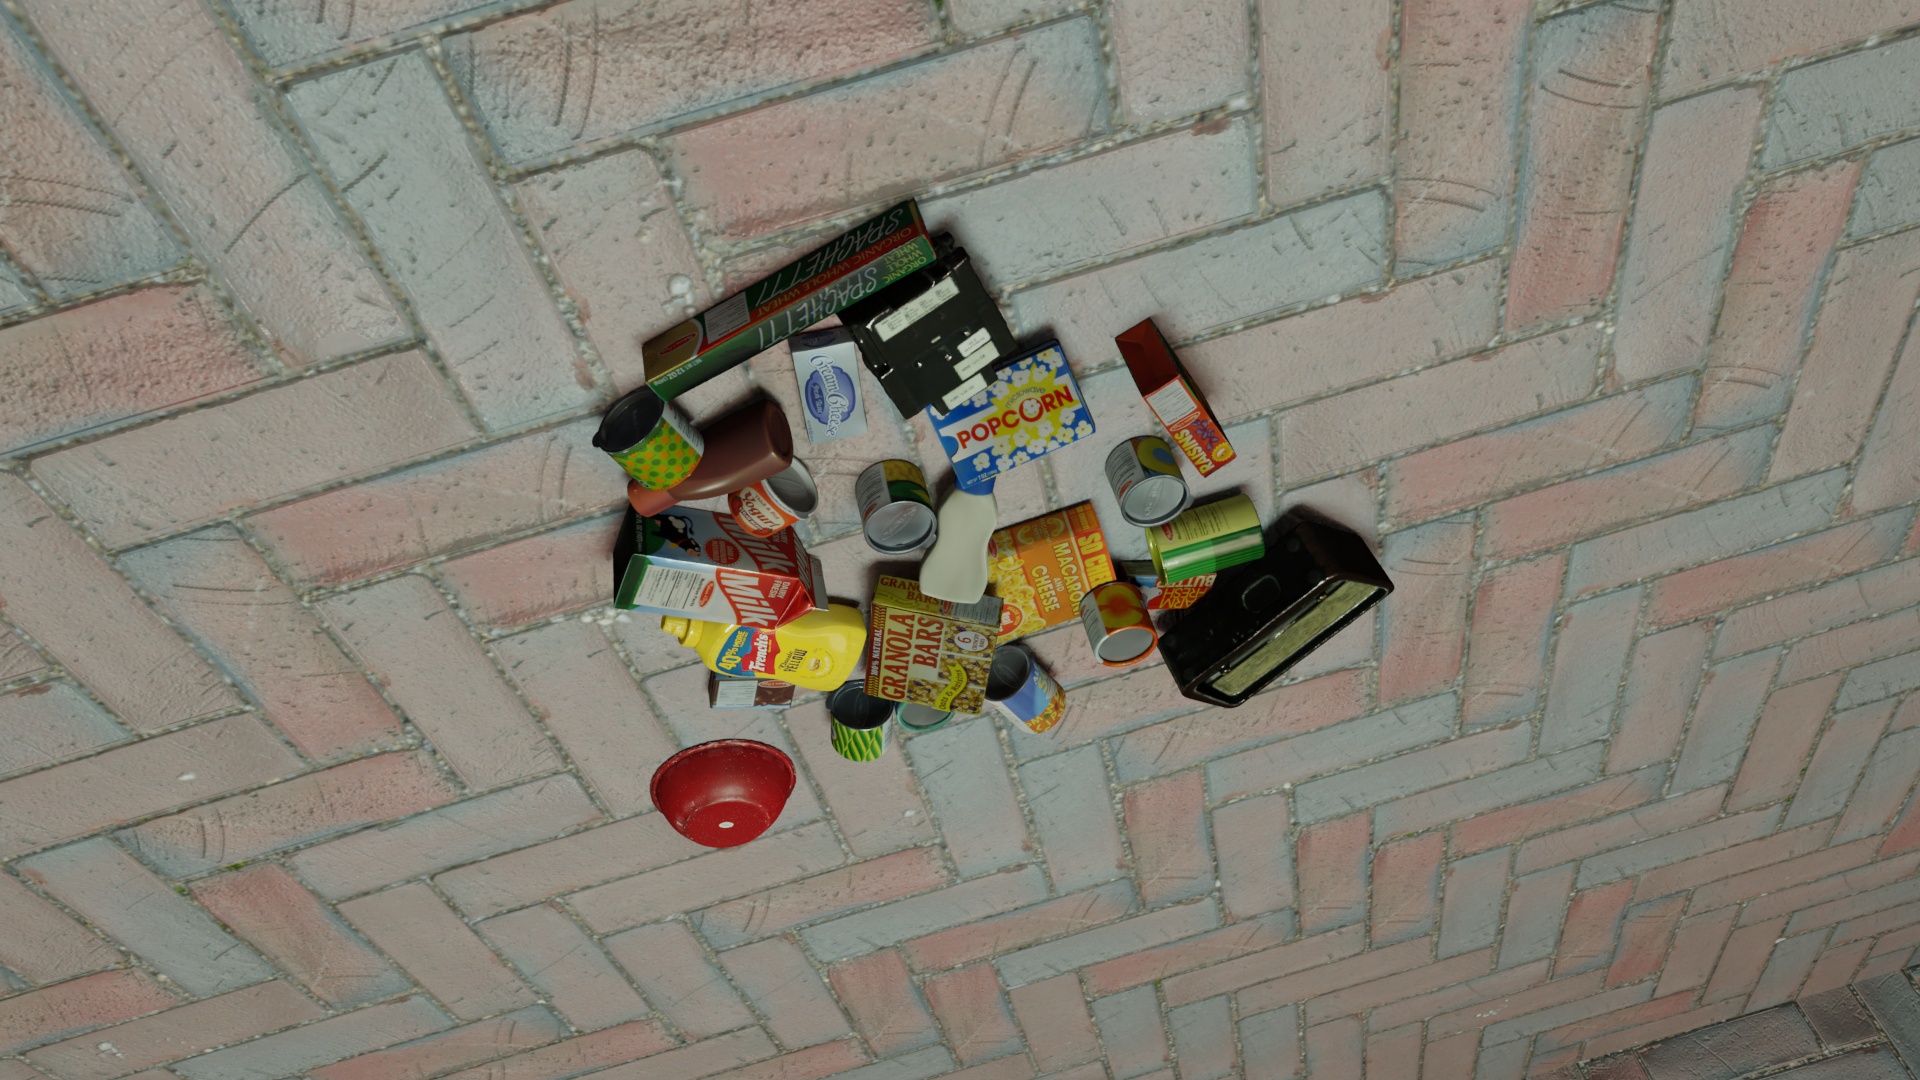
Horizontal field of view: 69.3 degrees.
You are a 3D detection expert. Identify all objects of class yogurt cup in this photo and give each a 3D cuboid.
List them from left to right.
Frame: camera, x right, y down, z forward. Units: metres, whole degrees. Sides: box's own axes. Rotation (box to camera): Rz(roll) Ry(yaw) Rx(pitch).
[{"bbox_3d":[-0.166,-0.039,1.215,0.053,0.073,0.072,-34,134,29],"label":"yogurt cup"}]

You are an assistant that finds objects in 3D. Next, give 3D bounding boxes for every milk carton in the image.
[{"bbox_3d":[-0.212,0.026,1.259,0.191,0.073,0.073,10,131,-24],"label":"milk carton"}]

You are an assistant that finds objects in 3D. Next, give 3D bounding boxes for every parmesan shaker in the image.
[{"bbox_3d":[0.241,0.002,1.367,0.103,0.071,0.071,-16,136,0],"label":"parmesan shaker"}]

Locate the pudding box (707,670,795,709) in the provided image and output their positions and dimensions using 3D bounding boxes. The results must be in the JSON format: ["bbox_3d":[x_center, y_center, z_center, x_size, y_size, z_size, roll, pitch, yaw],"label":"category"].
[{"bbox_3d":[-0.211,0.146,1.411,0.084,0.030,0.049,1,133,-17],"label":"pudding box"}]

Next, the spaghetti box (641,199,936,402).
[{"bbox_3d":[-0.136,-0.186,1.083,0.250,0.050,0.028,-26,137,10],"label":"spaghetti box"}]

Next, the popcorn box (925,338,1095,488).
[{"bbox_3d":[0.043,-0.109,1.196,0.126,0.038,0.085,-23,107,7],"label":"popcorn box"}]

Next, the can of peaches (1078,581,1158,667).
[{"bbox_3d":[0.159,0.084,1.376,0.071,0.058,0.070,-8,138,-8],"label":"can of peaches"}]

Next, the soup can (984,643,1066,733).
[{"bbox_3d":[0.067,0.157,1.479,0.071,0.072,0.083,-31,135,15],"label":"soup can"}]

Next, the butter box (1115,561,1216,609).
[{"bbox_3d":[0.209,0.046,1.437,0.104,0.024,0.052,-1,135,-15],"label":"butter box"}]

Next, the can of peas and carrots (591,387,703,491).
[{"bbox_3d":[-0.256,-0.081,1.142,0.071,0.071,0.058,-28,136,12],"label":"can of peas and carrots"}]

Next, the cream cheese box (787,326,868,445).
[{"bbox_3d":[-0.110,-0.130,1.166,0.053,0.024,0.103,-12,136,-6],"label":"cream cheese box"}]

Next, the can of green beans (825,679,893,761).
[{"bbox_3d":[-0.104,0.190,1.460,0.071,0.071,0.057,-5,136,-11],"label":"can of green beans"}]

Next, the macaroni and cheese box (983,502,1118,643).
[{"bbox_3d":[0.066,0.037,1.375,0.166,0.040,0.123,-18,137,3],"label":"macaroni and cheese box"}]

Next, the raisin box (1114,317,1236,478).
[{"bbox_3d":[0.189,-0.123,1.215,0.040,0.086,0.123,-32,134,14],"label":"raisin box"}]

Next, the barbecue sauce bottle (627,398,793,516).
[{"bbox_3d":[-0.214,-0.064,1.178,0.148,0.065,0.043,-23,149,20],"label":"barbecue sauce bottle"}]

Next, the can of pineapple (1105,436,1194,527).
[{"bbox_3d":[0.176,-0.055,1.301,0.071,0.058,0.070,-8,136,-8],"label":"can of pineapple"}]

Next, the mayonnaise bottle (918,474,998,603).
[{"bbox_3d":[0.005,-0.016,1.275,0.065,0.041,0.147,11,114,-5],"label":"mayonnaise bottle"}]

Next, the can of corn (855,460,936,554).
[{"bbox_3d":[-0.057,-0.029,1.258,0.071,0.058,0.070,-8,136,-8],"label":"can of corn"}]

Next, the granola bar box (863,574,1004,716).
[{"bbox_3d":[-0.029,0.107,1.376,0.124,0.039,0.164,11,141,2],"label":"granola bar box"}]

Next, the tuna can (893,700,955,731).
[{"bbox_3d":[-0.040,0.174,1.487,0.071,0.033,0.070,-8,135,-8],"label":"tuna can"}]
